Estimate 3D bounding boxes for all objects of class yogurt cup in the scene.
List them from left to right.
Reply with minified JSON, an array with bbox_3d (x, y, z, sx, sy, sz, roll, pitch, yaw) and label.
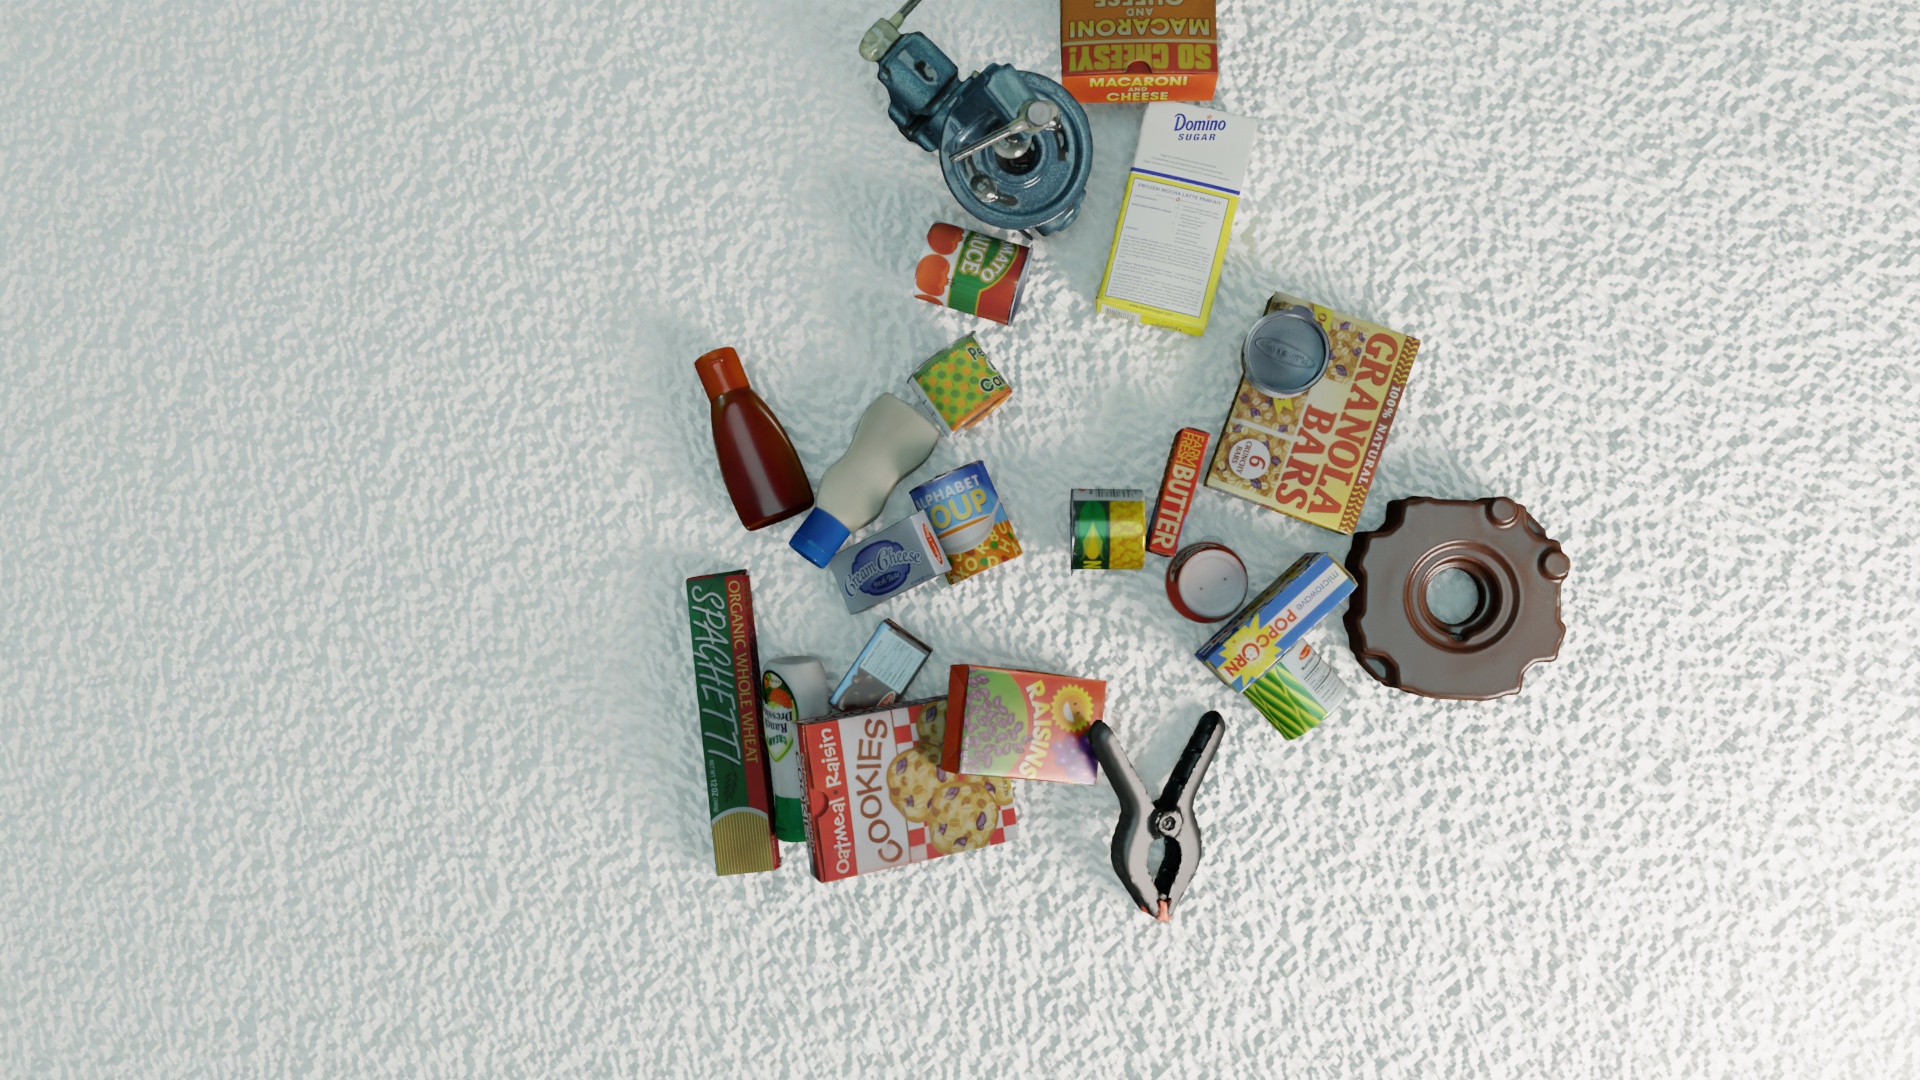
[{"bbox_3d":[0.200,0.034,1.115,0.072,0.054,0.072,0,89,4],"label":"yogurt cup"}]

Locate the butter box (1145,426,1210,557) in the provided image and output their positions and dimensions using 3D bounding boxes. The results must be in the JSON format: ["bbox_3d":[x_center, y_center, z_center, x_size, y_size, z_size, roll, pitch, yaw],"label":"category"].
[{"bbox_3d":[0.173,-0.039,1.119,0.024,0.053,0.103,16,90,2],"label":"butter box"}]

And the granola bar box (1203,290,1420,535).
[{"bbox_3d":[0.282,-0.101,1.121,0.124,0.039,0.165,20,89,5],"label":"granola bar box"}]

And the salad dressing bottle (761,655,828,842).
[{"bbox_3d":[-0.134,0.170,1.133,0.064,0.044,0.147,4,97,48],"label":"salad dressing bottle"}]

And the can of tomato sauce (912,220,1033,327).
[{"bbox_3d":[0.011,-0.218,1.127,0.083,0.071,0.071,17,90,4],"label":"can of tomato sauce"}]

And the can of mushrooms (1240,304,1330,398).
[{"bbox_3d":[0.255,-0.147,1.087,0.071,0.033,0.071,0,88,5],"label":"can of mushrooms"}]

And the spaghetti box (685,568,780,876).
[{"bbox_3d":[-0.188,0.150,1.149,0.050,0.028,0.250,-7,88,3],"label":"spaghetti box"}]

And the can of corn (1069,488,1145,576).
[{"bbox_3d":[0.117,-0.006,1.116,0.058,0.071,0.071,0,89,3],"label":"can of corn"}]

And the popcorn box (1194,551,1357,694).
[{"bbox_3d":[0.247,0.063,1.095,0.126,0.085,0.038,-42,88,1],"label":"popcorn box"}]

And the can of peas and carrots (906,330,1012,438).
[{"bbox_3d":[0.002,-0.126,1.125,0.071,0.071,0.059,-36,88,2],"label":"can of peas and carrots"}]

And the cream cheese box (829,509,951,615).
[{"bbox_3d":[-0.058,0.019,1.120,0.103,0.024,0.053,-26,86,38],"label":"cream cheese box"}]

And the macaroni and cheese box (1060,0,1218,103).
[{"bbox_3d":[0.142,-0.436,1.119,0.124,0.040,0.167,0,73,4],"label":"macaroni and cheese box"}]

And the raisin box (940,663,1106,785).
[{"bbox_3d":[0.051,0.146,1.100,0.123,0.040,0.086,9,81,-24],"label":"raisin box"}]

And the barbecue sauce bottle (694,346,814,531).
[{"bbox_3d":[-0.176,-0.086,1.148,0.065,0.043,0.148,-23,86,-6],"label":"barbecue sauce bottle"}]

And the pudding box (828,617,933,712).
[{"bbox_3d":[-0.065,0.111,1.141,0.050,0.030,0.083,34,91,3],"label":"pudding box"}]

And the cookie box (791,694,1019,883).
[{"bbox_3d":[-0.043,0.190,1.098,0.168,0.040,0.123,-7,88,-23],"label":"cookie box"}]

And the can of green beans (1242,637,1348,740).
[{"bbox_3d":[0.264,0.116,1.102,0.071,0.071,0.058,-42,87,2],"label":"can of green beans"}]

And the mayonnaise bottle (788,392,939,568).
[{"bbox_3d":[-0.082,-0.046,1.128,0.065,0.041,0.148,36,80,-2],"label":"mayonnaise bottle"}]

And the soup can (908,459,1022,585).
[{"bbox_3d":[0.004,-0.014,1.120,0.071,0.071,0.084,-24,87,3],"label":"soup can"}]
